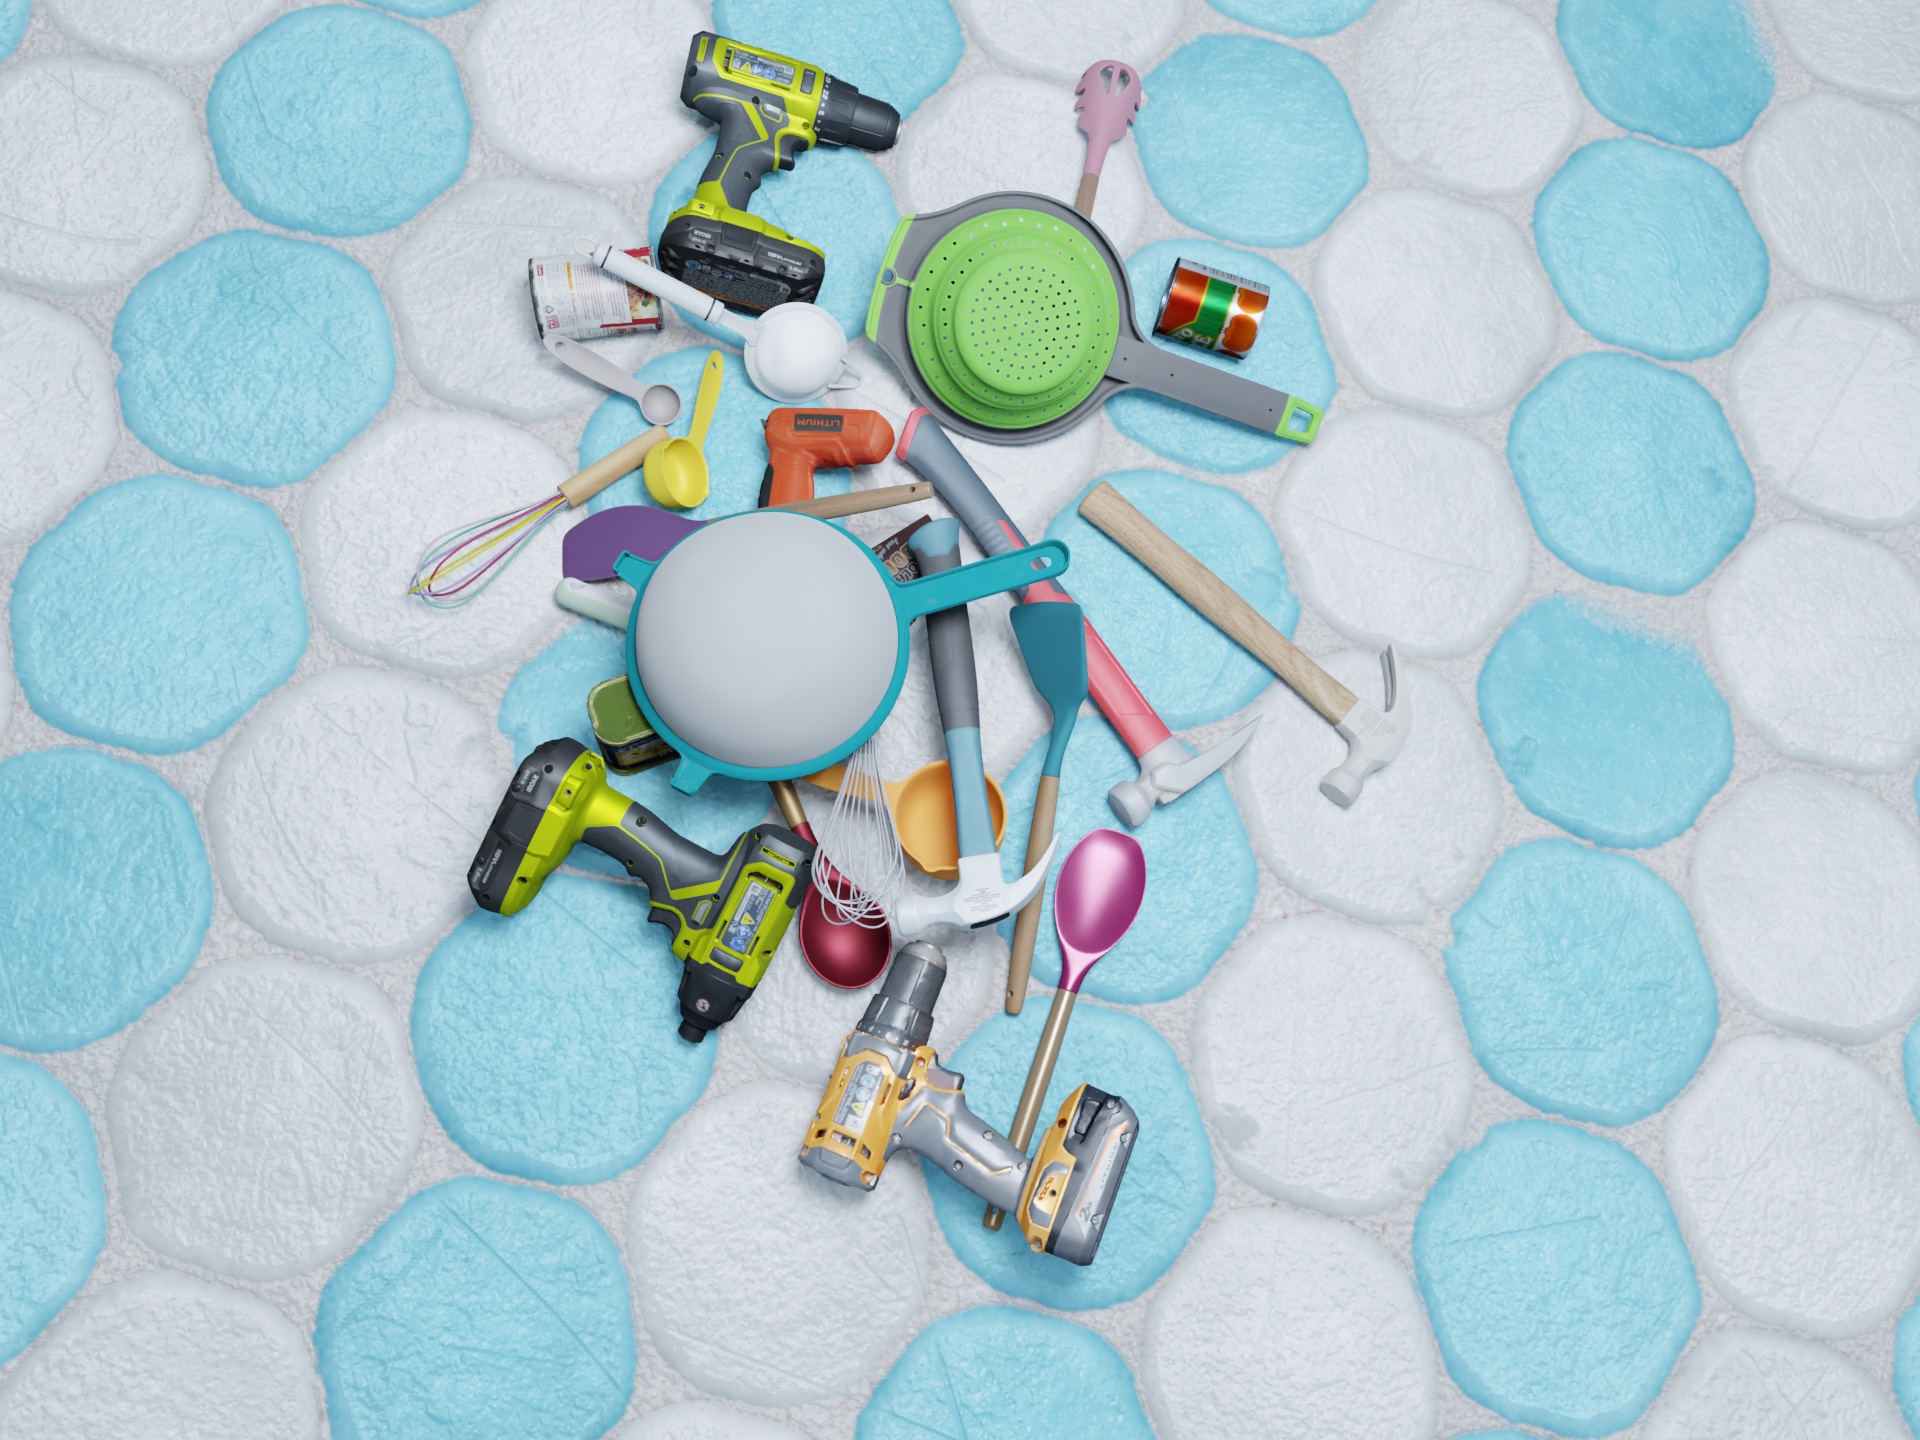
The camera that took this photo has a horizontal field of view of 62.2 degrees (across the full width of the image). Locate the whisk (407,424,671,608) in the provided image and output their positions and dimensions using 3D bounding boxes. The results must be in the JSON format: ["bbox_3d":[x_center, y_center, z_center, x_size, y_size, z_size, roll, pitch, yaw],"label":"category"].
[{"bbox_3d":[-0.334,-0.166,1.273,0.245,0.047,0.051,-36,80,-17],"label":"whisk"}]

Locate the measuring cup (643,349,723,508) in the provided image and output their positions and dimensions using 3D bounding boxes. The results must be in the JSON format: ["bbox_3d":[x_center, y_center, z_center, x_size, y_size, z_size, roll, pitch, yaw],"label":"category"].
[{"bbox_3d":[-0.224,-0.242,1.310,0.029,0.062,0.157,-8,57,29],"label":"measuring cup"}]

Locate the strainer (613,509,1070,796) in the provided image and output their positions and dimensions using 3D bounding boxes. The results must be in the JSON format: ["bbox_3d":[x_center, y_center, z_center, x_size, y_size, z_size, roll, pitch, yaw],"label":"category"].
[{"bbox_3d":[-0.081,-0.086,1.148,0.340,0.095,0.211,-16,76,-4],"label":"strainer"}]

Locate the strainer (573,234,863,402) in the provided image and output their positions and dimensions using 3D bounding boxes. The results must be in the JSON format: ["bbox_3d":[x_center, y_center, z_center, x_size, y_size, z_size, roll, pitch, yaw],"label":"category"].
[{"bbox_3d":[-0.193,-0.326,1.290,0.258,0.050,0.087,24,113,-18],"label":"strainer"}]

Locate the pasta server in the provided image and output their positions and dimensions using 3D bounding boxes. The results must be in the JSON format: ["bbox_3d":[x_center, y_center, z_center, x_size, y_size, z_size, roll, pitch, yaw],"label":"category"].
[{"bbox_3d":[0.109,-0.453,1.407,0.060,0.040,0.316,14,78,-2],"label":"pasta server"}]

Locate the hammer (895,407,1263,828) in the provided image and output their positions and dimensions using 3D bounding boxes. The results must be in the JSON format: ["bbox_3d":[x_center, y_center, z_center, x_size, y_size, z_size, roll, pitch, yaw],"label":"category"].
[{"bbox_3d":[0.083,-0.106,1.303,0.143,0.038,0.386,-33,81,-15],"label":"hammer"}]

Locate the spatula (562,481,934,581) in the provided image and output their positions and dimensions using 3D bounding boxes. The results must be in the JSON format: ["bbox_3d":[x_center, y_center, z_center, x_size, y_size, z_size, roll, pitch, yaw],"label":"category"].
[{"bbox_3d":[-0.172,-0.156,1.243,0.316,0.018,0.060,-7,75,16],"label":"spatula"}]

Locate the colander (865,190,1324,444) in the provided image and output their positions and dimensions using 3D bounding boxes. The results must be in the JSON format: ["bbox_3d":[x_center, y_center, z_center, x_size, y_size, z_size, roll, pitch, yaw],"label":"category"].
[{"bbox_3d":[0.123,-0.299,1.297,0.397,0.094,0.204,17,103,-10],"label":"colander"}]

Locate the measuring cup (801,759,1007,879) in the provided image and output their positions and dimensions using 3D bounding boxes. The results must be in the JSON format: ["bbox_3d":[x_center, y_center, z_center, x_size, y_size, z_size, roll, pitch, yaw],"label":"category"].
[{"bbox_3d":[-0.047,0.067,1.239,0.173,0.052,0.095,17,71,10],"label":"measuring cup"}]

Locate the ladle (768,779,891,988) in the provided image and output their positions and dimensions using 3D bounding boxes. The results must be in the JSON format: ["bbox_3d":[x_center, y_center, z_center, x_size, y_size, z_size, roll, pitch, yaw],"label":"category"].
[{"bbox_3d":[-0.135,0.057,1.217,0.069,0.031,0.315,-23,89,-10],"label":"ladle"}]

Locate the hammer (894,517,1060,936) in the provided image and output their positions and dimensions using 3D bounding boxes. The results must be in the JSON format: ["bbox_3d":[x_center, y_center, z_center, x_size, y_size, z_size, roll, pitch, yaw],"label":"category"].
[{"bbox_3d":[-0.002,-0.004,1.218,0.128,0.033,0.331,-7,69,-1],"label":"hammer"}]

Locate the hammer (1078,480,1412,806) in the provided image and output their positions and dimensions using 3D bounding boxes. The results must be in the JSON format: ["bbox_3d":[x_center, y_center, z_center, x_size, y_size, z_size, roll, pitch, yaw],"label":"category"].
[{"bbox_3d":[0.234,-0.084,1.316,0.331,0.031,0.130,41,75,6],"label":"hammer"}]

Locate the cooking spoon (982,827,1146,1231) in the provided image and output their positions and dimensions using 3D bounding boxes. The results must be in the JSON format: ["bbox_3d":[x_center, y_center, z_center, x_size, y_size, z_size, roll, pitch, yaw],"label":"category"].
[{"bbox_3d":[0.074,0.233,1.221,0.069,0.017,0.319,18,73,8],"label":"cooking spoon"}]

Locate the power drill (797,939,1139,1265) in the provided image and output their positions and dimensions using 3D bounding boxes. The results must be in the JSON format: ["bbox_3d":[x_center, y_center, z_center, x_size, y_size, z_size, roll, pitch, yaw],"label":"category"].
[{"bbox_3d":[0.016,0.277,1.161,0.226,0.084,0.185,18,73,13],"label":"power drill"}]

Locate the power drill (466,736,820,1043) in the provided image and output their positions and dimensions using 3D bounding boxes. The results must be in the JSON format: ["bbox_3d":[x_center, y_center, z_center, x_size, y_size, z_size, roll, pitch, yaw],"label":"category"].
[{"bbox_3d":[-0.238,0.124,1.177,0.223,0.080,0.171,27,96,-1],"label":"power drill"}]

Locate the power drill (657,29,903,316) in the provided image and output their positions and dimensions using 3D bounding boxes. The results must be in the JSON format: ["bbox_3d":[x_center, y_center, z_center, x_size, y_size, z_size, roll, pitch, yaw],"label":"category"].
[{"bbox_3d":[-0.155,-0.463,1.353,0.190,0.080,0.229,13,71,-13],"label":"power drill"}]

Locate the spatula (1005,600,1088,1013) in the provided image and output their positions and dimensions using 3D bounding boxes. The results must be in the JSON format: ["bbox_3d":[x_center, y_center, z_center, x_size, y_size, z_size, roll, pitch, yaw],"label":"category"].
[{"bbox_3d":[0.057,0.067,1.233,0.044,0.082,0.317,14,82,-41],"label":"spatula"}]

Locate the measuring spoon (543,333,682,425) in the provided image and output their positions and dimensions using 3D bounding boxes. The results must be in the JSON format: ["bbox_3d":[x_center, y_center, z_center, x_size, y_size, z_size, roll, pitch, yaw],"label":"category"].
[{"bbox_3d":[-0.286,-0.283,1.311,0.124,0.018,0.034,29,95,-10],"label":"measuring spoon"}]

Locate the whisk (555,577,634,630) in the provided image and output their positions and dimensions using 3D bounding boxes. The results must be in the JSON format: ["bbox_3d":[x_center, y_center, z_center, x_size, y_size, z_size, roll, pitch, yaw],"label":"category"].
[{"bbox_3d":[-0.207,-0.063,1.255,0.246,0.059,0.058,21,34,5],"label":"whisk"}]

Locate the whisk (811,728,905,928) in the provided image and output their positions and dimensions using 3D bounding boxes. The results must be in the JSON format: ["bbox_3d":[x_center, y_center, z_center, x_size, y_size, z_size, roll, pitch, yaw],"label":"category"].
[{"bbox_3d":[-0.073,0.035,1.189,0.070,0.070,0.285,4,46,-5],"label":"whisk"}]
